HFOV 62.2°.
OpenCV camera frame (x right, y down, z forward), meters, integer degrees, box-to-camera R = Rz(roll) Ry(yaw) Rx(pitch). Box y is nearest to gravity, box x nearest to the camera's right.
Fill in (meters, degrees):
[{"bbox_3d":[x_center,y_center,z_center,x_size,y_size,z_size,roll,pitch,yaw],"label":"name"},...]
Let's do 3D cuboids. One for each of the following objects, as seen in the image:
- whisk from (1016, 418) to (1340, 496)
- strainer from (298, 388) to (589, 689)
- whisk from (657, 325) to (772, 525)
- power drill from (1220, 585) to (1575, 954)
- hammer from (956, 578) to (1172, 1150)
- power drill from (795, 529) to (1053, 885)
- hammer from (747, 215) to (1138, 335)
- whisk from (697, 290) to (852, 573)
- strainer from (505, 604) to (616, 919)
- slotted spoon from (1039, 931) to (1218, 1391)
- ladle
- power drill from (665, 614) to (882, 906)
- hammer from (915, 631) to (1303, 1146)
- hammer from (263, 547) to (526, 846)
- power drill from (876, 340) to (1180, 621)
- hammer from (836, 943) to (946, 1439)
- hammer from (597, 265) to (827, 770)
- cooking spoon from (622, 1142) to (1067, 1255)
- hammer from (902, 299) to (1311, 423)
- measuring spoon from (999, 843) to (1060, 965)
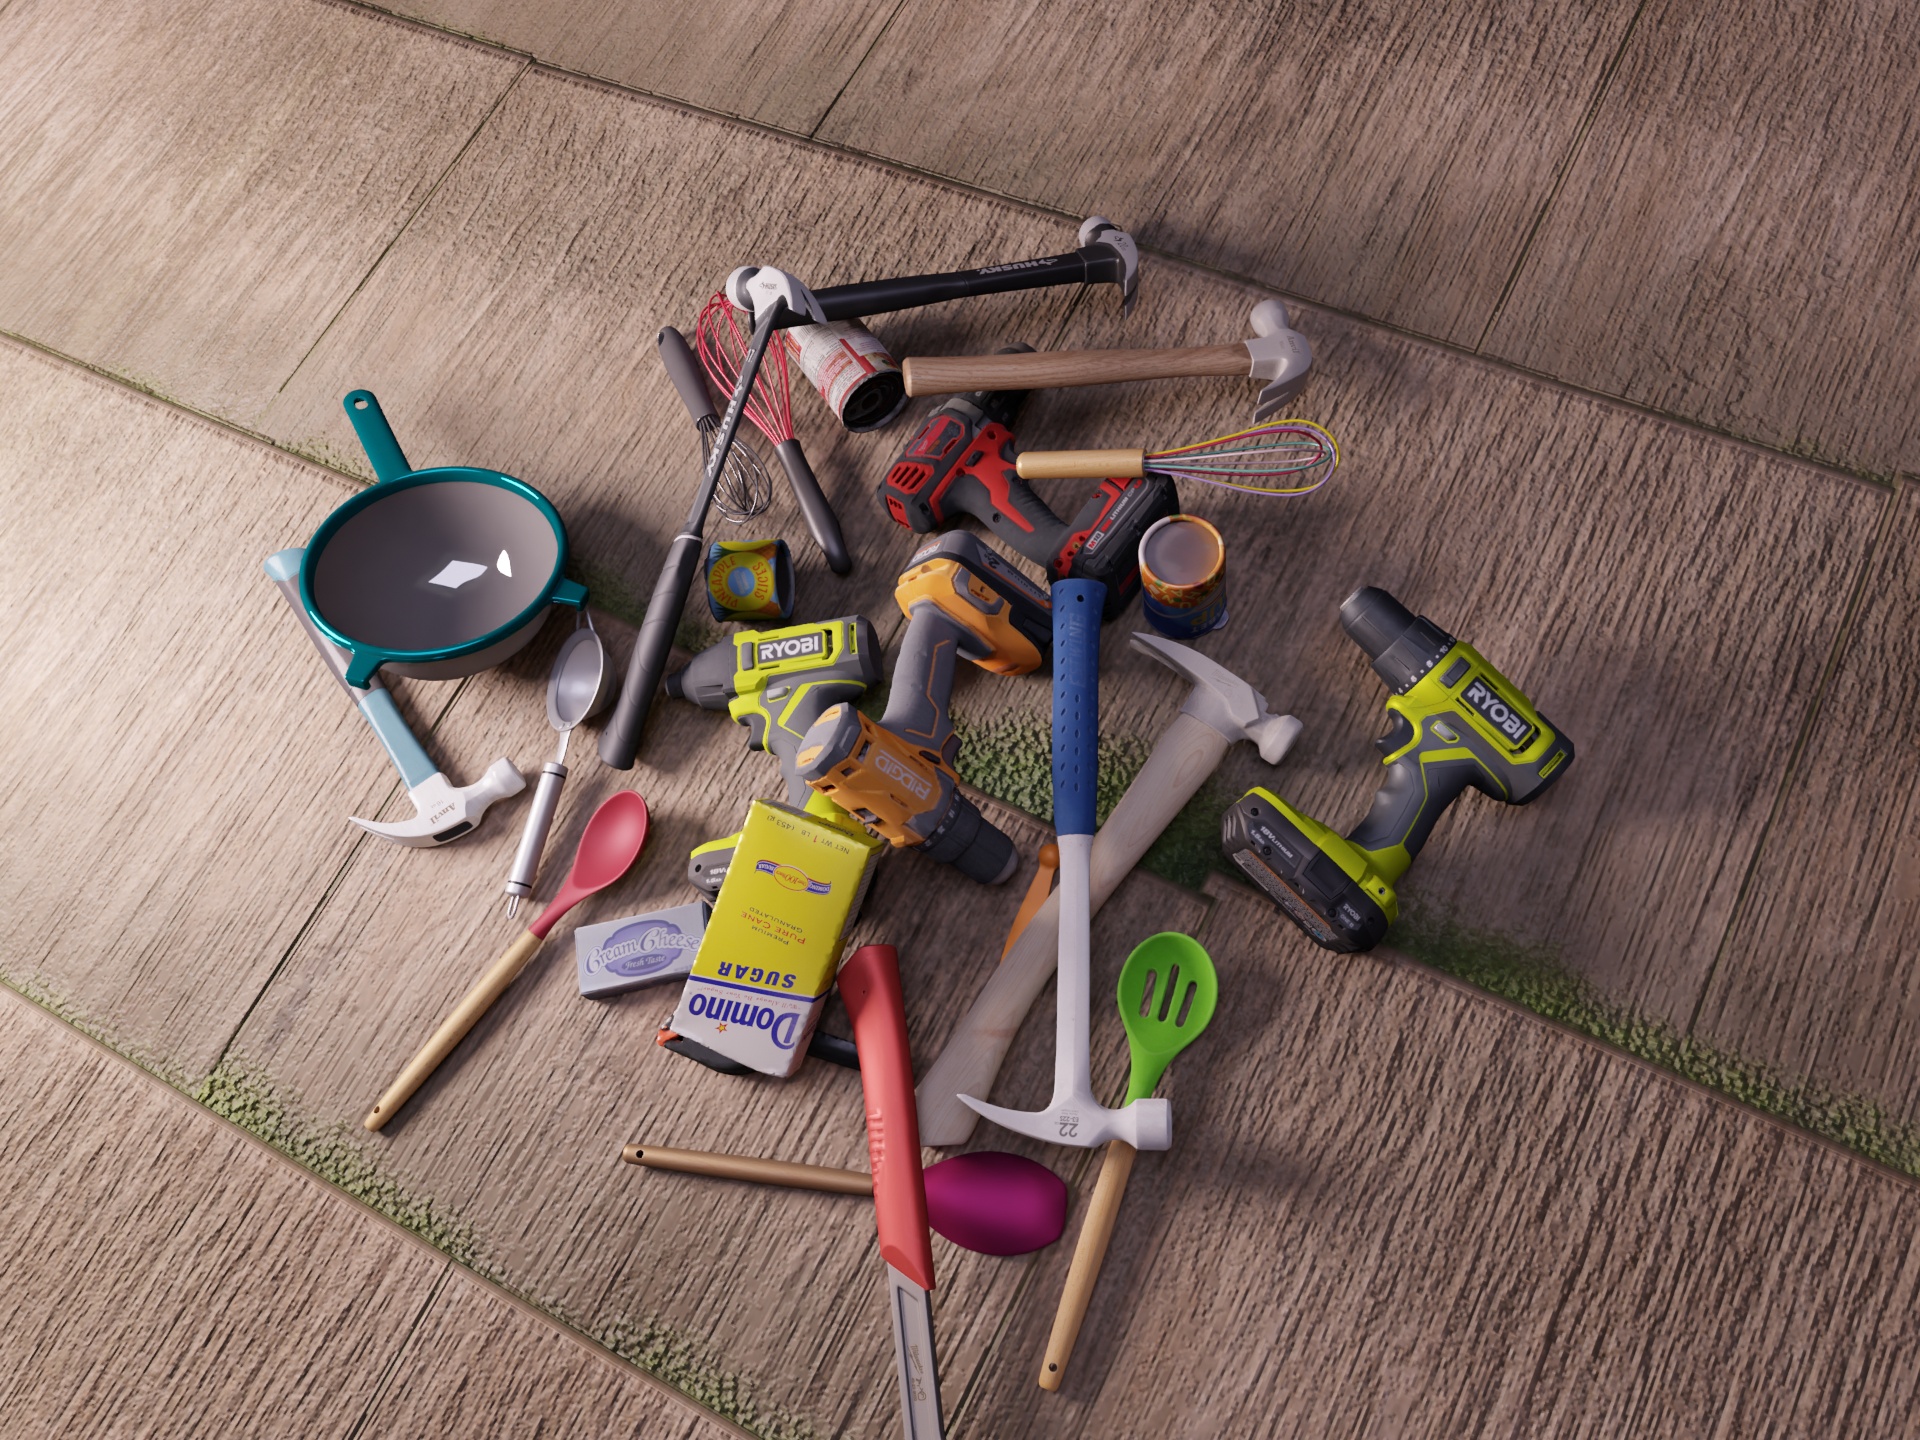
[{"bbox_3d":[0.160,-0.198,1.195,0.245,0.047,0.051,2,46,20],"label":"whisk"},{"bbox_3d":[-0.453,-0.148,1.341,0.211,0.095,0.341,-23,55,-18],"label":"strainer"},{"bbox_3d":[-0.218,-0.261,1.375,0.055,0.055,0.239,-26,61,-2],"label":"whisk"},{"bbox_3d":[0.293,0.032,1.125,0.190,0.080,0.228,44,79,6],"label":"power drill"},{"bbox_3d":[0.075,0.093,1.125,0.144,0.035,0.406,0,72,6],"label":"hammer"},{"bbox_3d":[-0.002,-0.004,1.183,0.185,0.084,0.226,37,62,-21],"label":"power drill"},{"bbox_3d":[-0.012,-0.359,1.326,0.334,0.035,0.146,-10,39,-7],"label":"hammer"},{"bbox_3d":[-0.155,-0.248,1.352,0.073,0.073,0.296,-24,70,-2],"label":"whisk"},{"bbox_3d":[-0.319,0.033,1.265,0.087,0.050,0.258,-4,66,48],"label":"strainer"},{"bbox_3d":[0.108,0.296,1.086,0.070,0.031,0.314,15,72,16],"label":"slotted spoon"},{"bbox_3d":[-0.341,0.184,1.209,0.069,0.031,0.315,29,75,43],"label":"ladle"},{"bbox_3d":[-0.144,0.033,1.218,0.171,0.080,0.223,-10,62,9],"label":"power drill"},{"bbox_3d":[0.077,0.124,1.152,0.146,0.038,0.411,34,77,12],"label":"hammer"},{"bbox_3d":[-0.494,-0.028,1.326,0.128,0.033,0.331,-36,66,-8],"label":"hammer"},{"bbox_3d":[0.067,-0.201,1.286,0.227,0.080,0.188,31,74,23],"label":"power drill"},{"bbox_3d":[-0.030,0.327,1.057,0.149,0.036,0.359,-14,70,18],"label":"hammer"},{"bbox_3d":[-0.203,-0.155,1.240,0.149,0.036,0.409,29,101,57],"label":"hammer"},{"bbox_3d":[-0.084,0.322,1.110,0.319,0.017,0.069,4,68,11],"label":"cooking spoon"},{"bbox_3d":[0.120,-0.283,1.278,0.331,0.031,0.130,-5,47,-6],"label":"hammer"},{"bbox_3d":[0.051,0.143,1.170,0.021,0.011,0.117,16,71,16],"label":"measuring spoon"}]
